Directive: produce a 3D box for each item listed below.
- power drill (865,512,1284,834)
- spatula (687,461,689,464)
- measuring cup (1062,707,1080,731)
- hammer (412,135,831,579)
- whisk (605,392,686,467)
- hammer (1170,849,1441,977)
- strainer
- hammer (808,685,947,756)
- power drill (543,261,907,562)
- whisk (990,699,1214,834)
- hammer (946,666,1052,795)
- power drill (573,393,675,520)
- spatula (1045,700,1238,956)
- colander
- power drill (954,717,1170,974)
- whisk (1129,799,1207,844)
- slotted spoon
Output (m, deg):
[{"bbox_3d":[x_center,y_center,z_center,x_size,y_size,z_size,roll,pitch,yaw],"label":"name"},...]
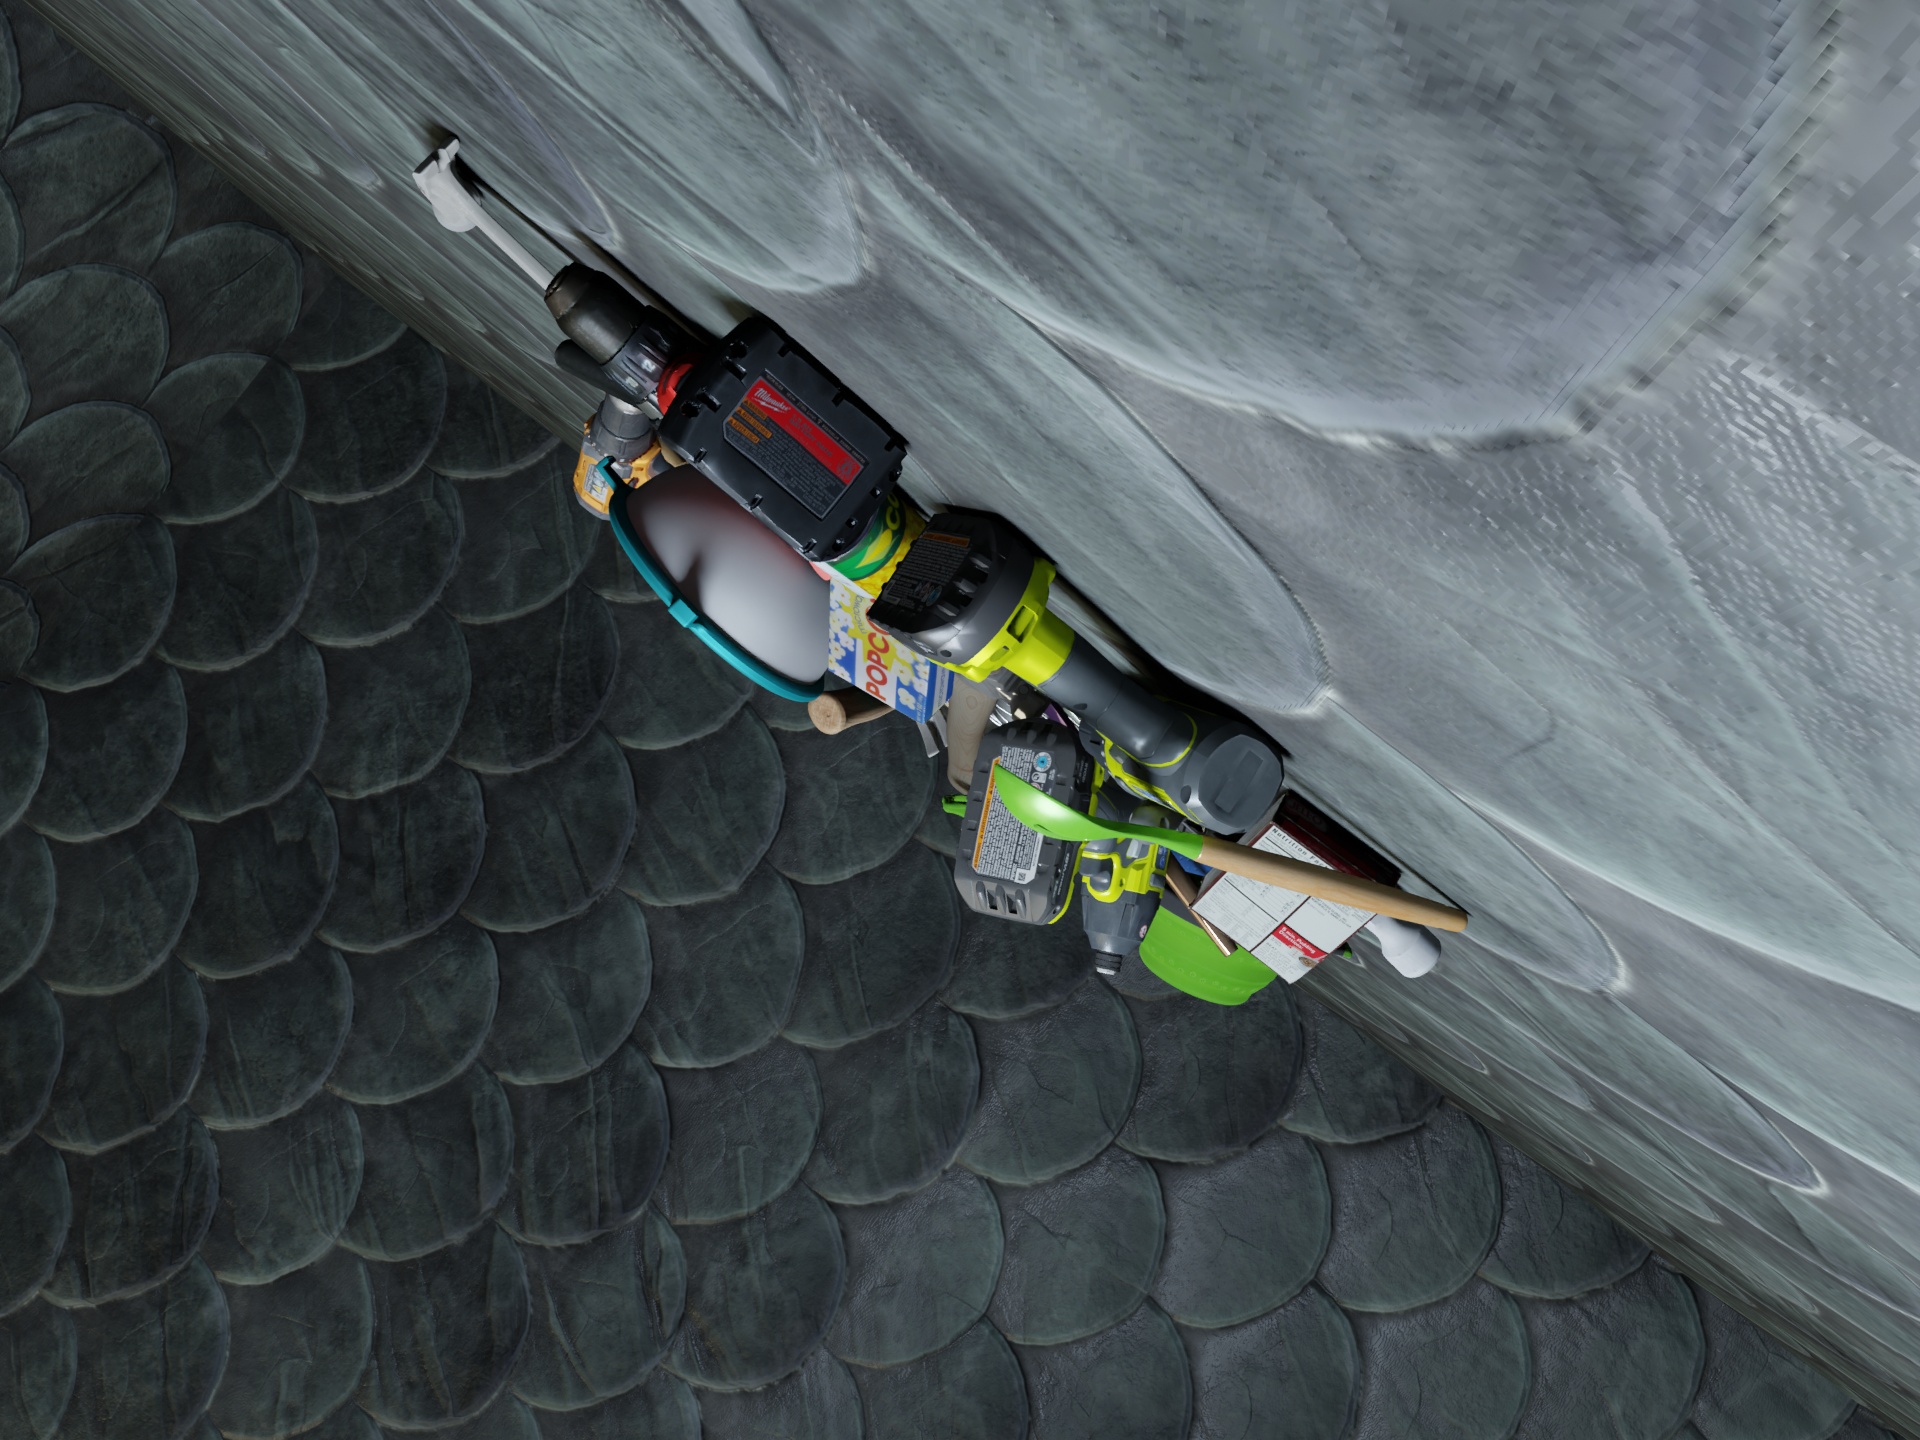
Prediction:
[{"bbox_3d":[0.062,-0.025,0.934,0.228,0.080,0.191,35,177,-22],"label":"power drill"},{"bbox_3d":[-0.186,-0.189,1.565,0.318,0.044,0.082,36,174,35],"label":"spatula"},{"bbox_3d":[0.134,0.045,1.474,0.083,0.038,0.167,34,174,40],"label":"measuring cup"},{"bbox_3d":[-0.202,-0.225,1.032,0.359,0.037,0.149,43,176,-16],"label":"hammer"},{"bbox_3d":[-0.253,-0.226,1.522,0.245,0.051,0.047,51,134,-1],"label":"whisk"},{"bbox_3d":[0.211,0.110,1.233,0.144,0.035,0.405,42,171,-12],"label":"hammer"},{"bbox_3d":[-0.113,-0.098,1.216,0.340,0.095,0.211,32,-161,-48],"label":"strainer"},{"bbox_3d":[-0.073,-0.017,1.403,0.130,0.031,0.331,56,-168,2],"label":"hammer"},{"bbox_3d":[-0.140,-0.182,0.891,0.187,0.080,0.227,39,179,-27],"label":"power drill"},{"bbox_3d":[0.119,0.027,1.353,0.246,0.059,0.058,33,160,-9],"label":"whisk"},{"bbox_3d":[-0.002,-0.004,1.303,0.146,0.038,0.410,36,168,8],"label":"hammer"},{"bbox_3d":[-0.236,-0.200,1.408,0.226,0.084,0.185,35,150,-2],"label":"power drill"},{"bbox_3d":[0.122,0.056,1.272,0.316,0.018,0.059,54,180,9],"label":"spatula"},{"bbox_3d":[0.157,0.171,1.467,0.397,0.094,0.205,20,-168,-8],"label":"colander"},{"bbox_3d":[0.088,0.092,1.141,0.080,0.171,0.223,8,173,31],"label":"power drill"},{"bbox_3d":[0.142,0.062,1.069,0.055,0.055,0.239,36,-169,12],"label":"whisk"},{"bbox_3d":[0.161,0.081,0.924,0.313,0.031,0.070,16,-177,-16],"label":"slotted spoon"}]
